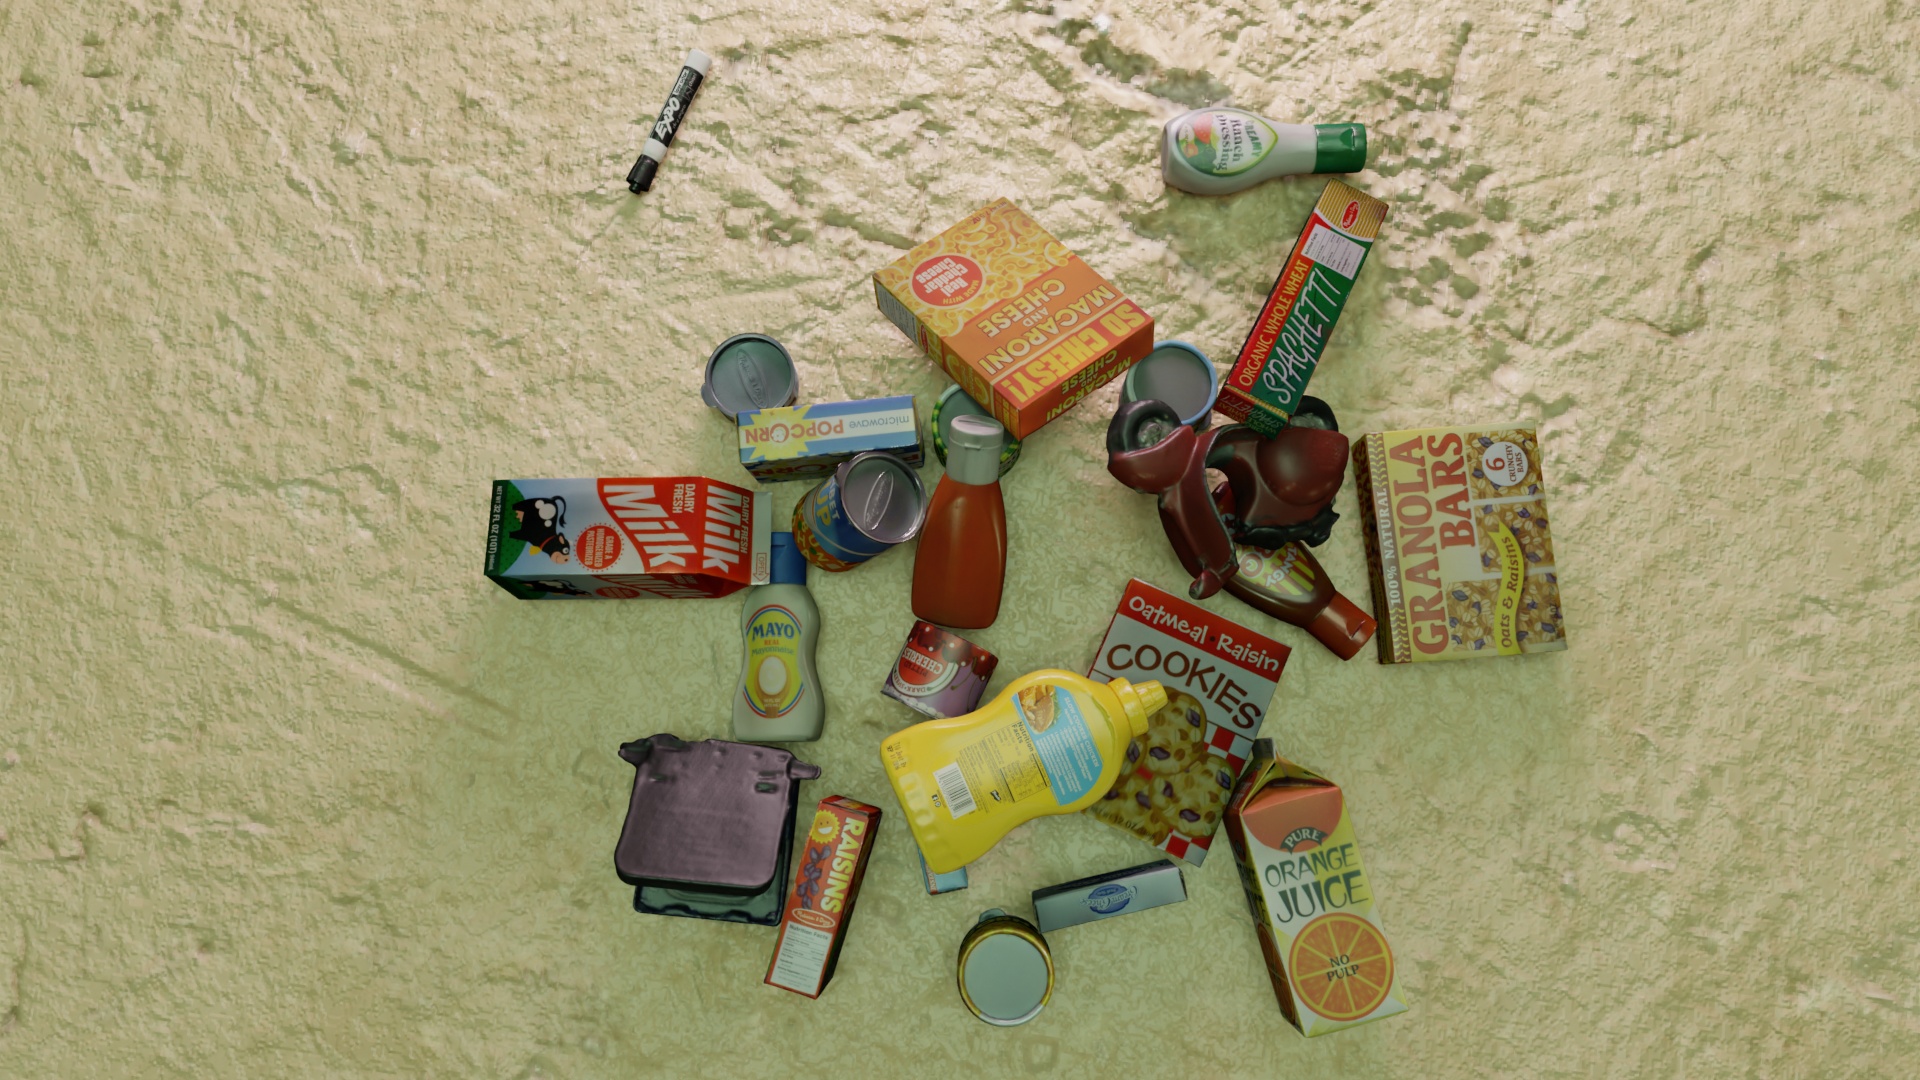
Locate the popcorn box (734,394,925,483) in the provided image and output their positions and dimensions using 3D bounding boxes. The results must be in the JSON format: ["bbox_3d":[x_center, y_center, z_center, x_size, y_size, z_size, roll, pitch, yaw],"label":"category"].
[{"bbox_3d":[-0.090,-0.071,0.990,0.127,0.085,0.038,-6,83,0],"label":"popcorn box"}]

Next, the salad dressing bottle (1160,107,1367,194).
[{"bbox_3d":[0.226,-0.292,1.040,0.148,0.044,0.064,-1,80,1],"label":"salad dressing bottle"}]

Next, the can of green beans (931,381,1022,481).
[{"bbox_3d":[0.013,-0.079,1.003,0.071,0.057,0.071,0,82,1],"label":"can of green beans"}]

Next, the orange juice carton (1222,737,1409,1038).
[{"bbox_3d":[0.232,0.228,0.946,0.073,0.071,0.193,-15,82,-2],"label":"orange juice carton"}]

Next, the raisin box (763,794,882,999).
[{"bbox_3d":[-0.091,0.238,0.942,0.040,0.086,0.123,15,82,5],"label":"raisin box"}]

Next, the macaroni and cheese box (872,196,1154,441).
[{"bbox_3d":[0.037,-0.160,0.984,0.124,0.040,0.167,-34,60,-17],"label":"macaroni and cheese box"}]

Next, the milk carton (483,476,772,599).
[{"bbox_3d":[-0.228,-0.001,0.982,0.191,0.073,0.072,-1,73,2],"label":"milk carton"}]

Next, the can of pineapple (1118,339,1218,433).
[{"bbox_3d":[0.152,-0.106,1.005,0.071,0.058,0.071,0,81,1],"label":"can of pineapple"}]

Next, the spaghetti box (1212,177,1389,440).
[{"bbox_3d":[0.241,-0.167,0.972,0.050,0.028,0.251,28,55,5],"label":"spaghetti box"}]

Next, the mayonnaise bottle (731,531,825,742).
[{"bbox_3d":[-0.129,0.069,0.991,0.065,0.041,0.148,-2,81,9],"label":"mayonnaise bottle"}]

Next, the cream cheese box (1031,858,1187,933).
[{"bbox_3d":[0.100,0.244,0.955,0.104,0.053,0.024,-13,84,-1],"label":"cream cheese box"}]

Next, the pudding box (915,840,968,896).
[{"bbox_3d":[-0.017,0.201,0.965,0.030,0.049,0.084,-12,81,-2],"label":"pudding box"}]

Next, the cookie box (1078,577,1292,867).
[{"bbox_3d":[0.143,0.126,0.979,0.123,0.040,0.167,24,83,5],"label":"cookie box"}]

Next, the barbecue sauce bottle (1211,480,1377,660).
[{"bbox_3d":[0.227,0.026,0.991,0.148,0.043,0.065,39,76,6],"label":"barbecue sauce bottle"}]

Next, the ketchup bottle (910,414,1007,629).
[{"bbox_3d":[0.003,-0.012,0.964,0.065,0.044,0.148,9,116,4],"label":"ketchup bottle"}]

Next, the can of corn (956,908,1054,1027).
[{"bbox_3d":[0.030,0.290,0.946,0.071,0.058,0.071,0,82,1],"label":"can of corn"}]

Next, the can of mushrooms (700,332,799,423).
[{"bbox_3d":[-0.155,-0.116,1.024,0.071,0.033,0.071,0,82,0],"label":"can of mushrooms"}]

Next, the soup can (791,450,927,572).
[{"bbox_3d":[-0.074,-0.020,0.968,0.071,0.083,0.071,11,69,-29],"label":"soup can"}]

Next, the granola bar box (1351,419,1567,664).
[{"bbox_3d":[0.355,0.002,0.995,0.124,0.039,0.165,-5,81,0],"label":"granola bar box"}]

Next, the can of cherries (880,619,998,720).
[{"bbox_3d":[-0.015,0.094,0.971,0.071,0.071,0.058,26,83,5],"label":"can of cherries"}]
